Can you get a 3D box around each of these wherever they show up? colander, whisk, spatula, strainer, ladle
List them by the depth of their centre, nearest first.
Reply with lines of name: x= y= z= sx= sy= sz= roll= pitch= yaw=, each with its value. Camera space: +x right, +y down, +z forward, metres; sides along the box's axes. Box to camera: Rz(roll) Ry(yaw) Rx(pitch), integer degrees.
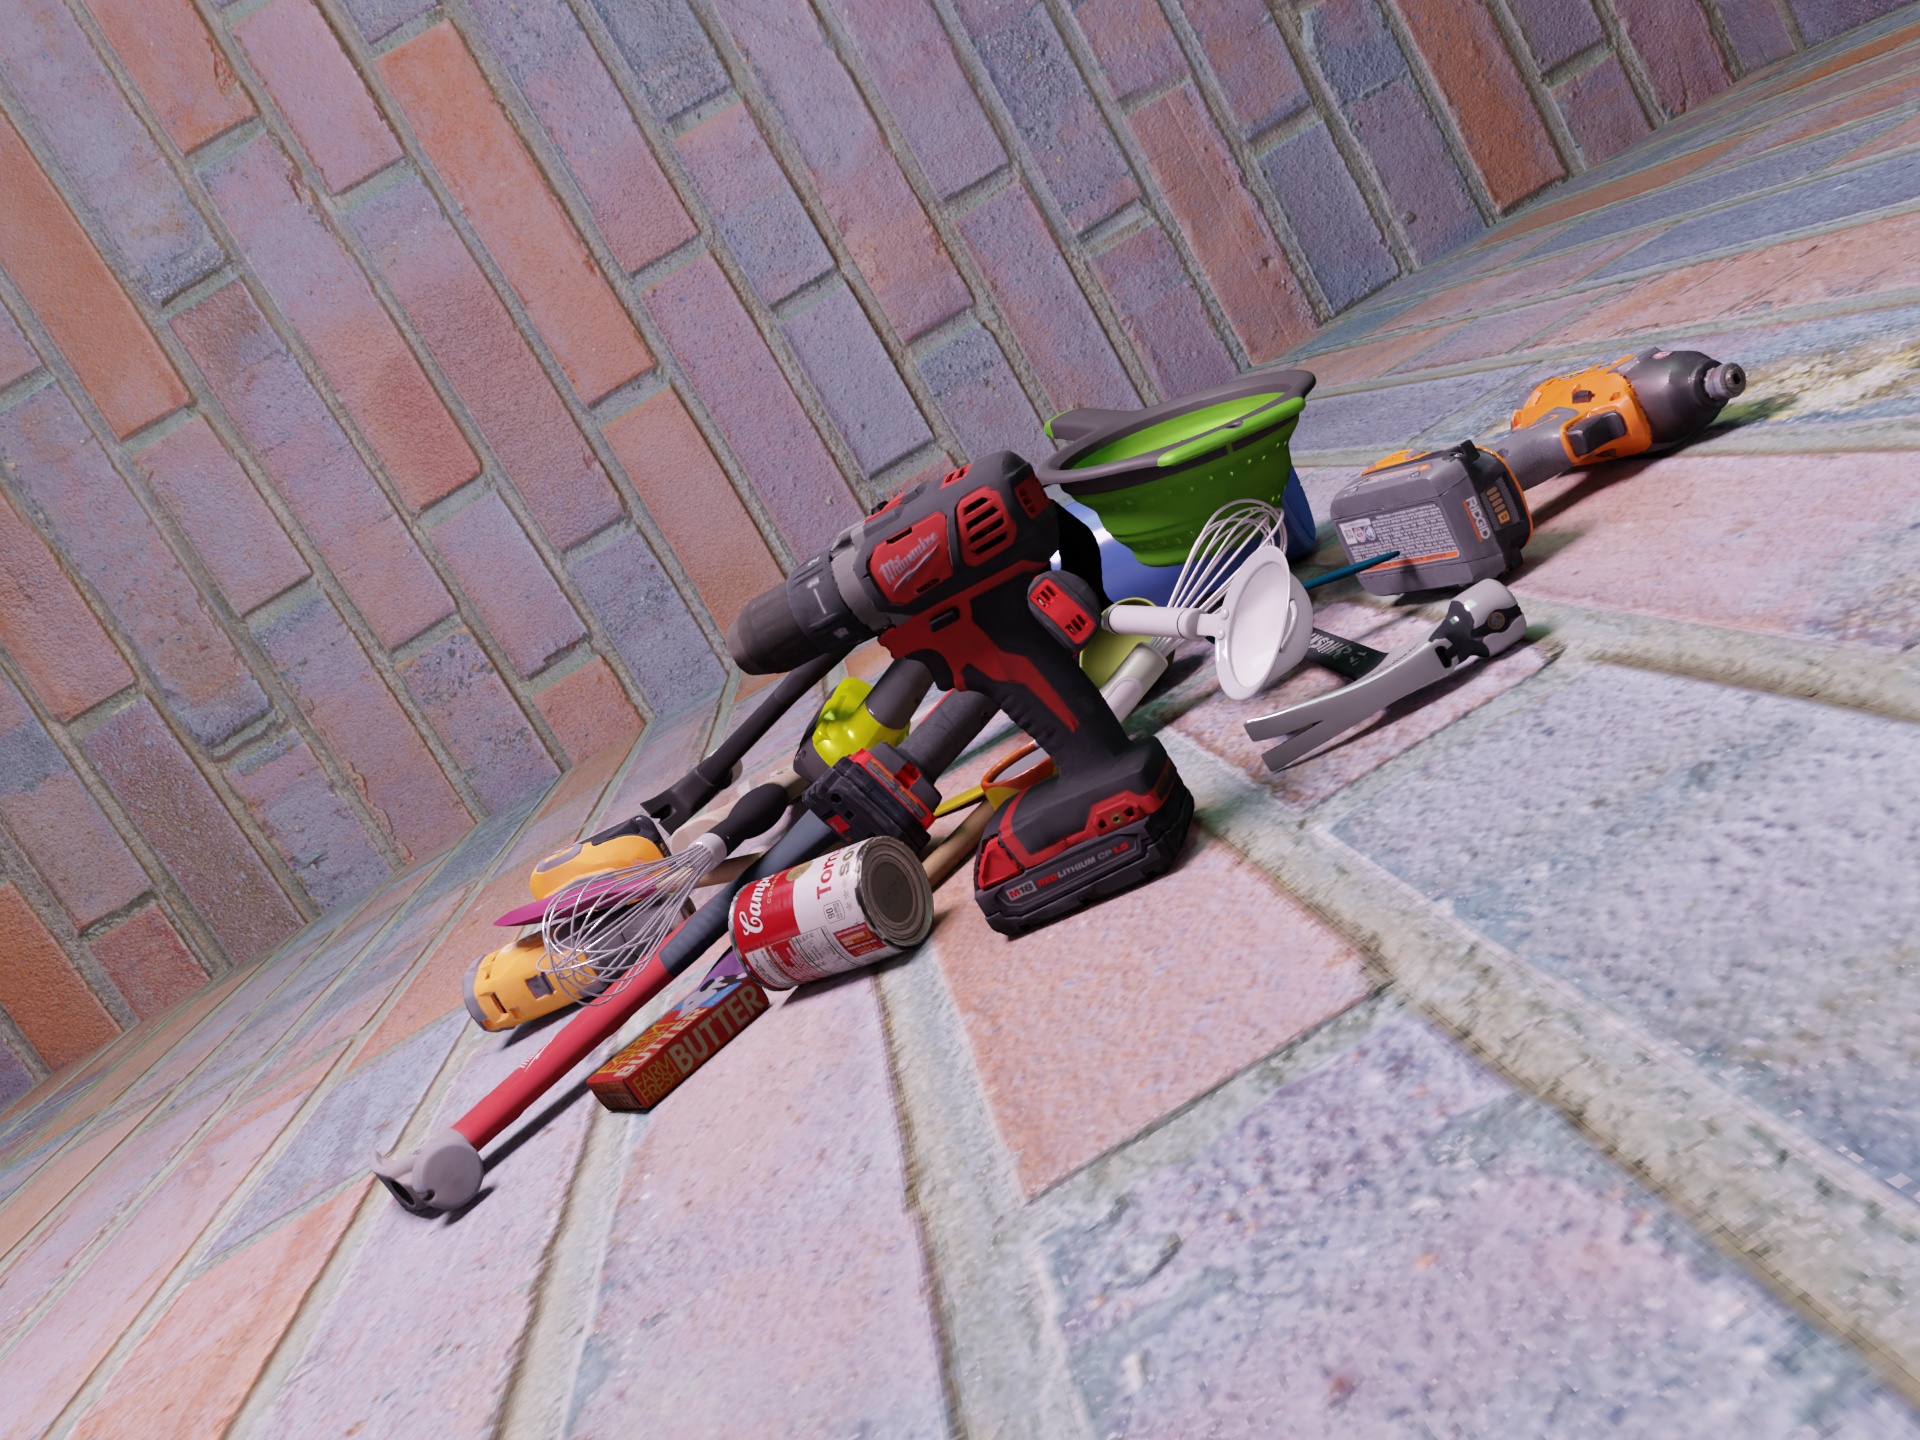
strainer: x=0.144 y=-0.057 z=0.936 sx=0.050 sy=0.087 sz=0.258 roll=11 pitch=1 yaw=-22
whisk: x=-0.178 y=0.098 z=1.018 sx=0.070 sy=0.070 sz=0.284 roll=-25 pitch=8 yaw=27
whisk: x=0.131 y=-0.049 z=1.039 sx=0.246 sy=0.057 sz=0.059 roll=-50 pitch=14 yaw=-8
ladle: x=0.050 y=0.016 z=1.067 sx=0.078 sy=0.062 sz=0.320 roll=-7 pitch=26 yaw=44
spatula: x=-0.129 y=0.128 z=1.132 sx=0.060 sy=0.018 sz=0.316 roll=-27 pitch=12 yaw=18
colander: x=0.145 y=-0.187 z=1.210 sx=0.204 sy=0.094 sz=0.397 roll=-24 pitch=16 yaw=-8

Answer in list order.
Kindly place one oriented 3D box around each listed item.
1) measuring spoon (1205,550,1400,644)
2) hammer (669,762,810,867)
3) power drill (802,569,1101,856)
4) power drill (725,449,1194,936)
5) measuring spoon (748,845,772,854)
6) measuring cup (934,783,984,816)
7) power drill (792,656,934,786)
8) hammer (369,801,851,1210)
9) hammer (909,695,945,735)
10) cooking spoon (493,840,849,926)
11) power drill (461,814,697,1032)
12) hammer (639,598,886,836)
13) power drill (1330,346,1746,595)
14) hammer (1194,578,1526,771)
measuring spoon: x=0.209 y=-0.072 z=0.971 sx=0.128 sy=0.021 sz=0.042 roll=-21 pitch=5 yaw=13
hammer: x=-0.153 y=0.061 z=1.309 sx=0.146 sy=0.038 sz=0.410 roll=-28 pitch=2 yaw=6
power drill: x=-0.002 y=-0.003 z=1.064 sx=0.220 sy=0.078 sz=0.143 roll=-47 pitch=3 yaw=-13
power drill: x=-0.001 y=-0.006 z=0.825 sx=0.188 sy=0.226 sz=0.080 roll=-26 pitch=11 yaw=22
measuring spoon: x=-0.124 y=0.090 z=1.297 sx=0.124 sy=0.018 sz=0.034 roll=-30 pitch=10 yaw=-2
measuring cup: x=-0.031 y=0.058 z=1.153 sx=0.156 sy=0.029 sz=0.062 roll=-25 pitch=12 yaw=34
power drill: x=-0.033 y=-0.052 z=1.262 sx=0.228 sy=0.080 sz=0.191 roll=-52 pitch=11 yaw=29
hammer: x=-0.212 y=0.171 z=1.043 sx=0.386 sy=0.038 sz=0.143 roll=-41 pitch=12 yaw=-33
hammer: x=0.074 y=-0.070 z=1.465 sx=0.331 sy=0.031 sz=0.130 roll=-34 pitch=11 yaw=-22
cooking spoon: x=-0.198 y=0.117 z=1.172 sx=0.319 sy=0.017 sz=0.069 roll=-13 pitch=9 yaw=14
power drill: x=-0.285 y=0.154 z=1.284 sx=0.185 sy=0.084 sz=0.226 roll=-24 pitch=15 yaw=8
hammer: x=-0.127 y=-0.029 z=1.228 sx=0.334 sy=0.035 sz=0.146 roll=-43 pitch=2 yaw=28
power drill: x=0.361 y=-0.162 z=0.983 sx=0.226 sy=0.084 sz=0.164 roll=-30 pitch=10 yaw=-21
hammer: x=0.205 y=-0.050 z=1.005 sx=0.149 sy=0.036 sz=0.409 roll=-31 pitch=10 yaw=1
